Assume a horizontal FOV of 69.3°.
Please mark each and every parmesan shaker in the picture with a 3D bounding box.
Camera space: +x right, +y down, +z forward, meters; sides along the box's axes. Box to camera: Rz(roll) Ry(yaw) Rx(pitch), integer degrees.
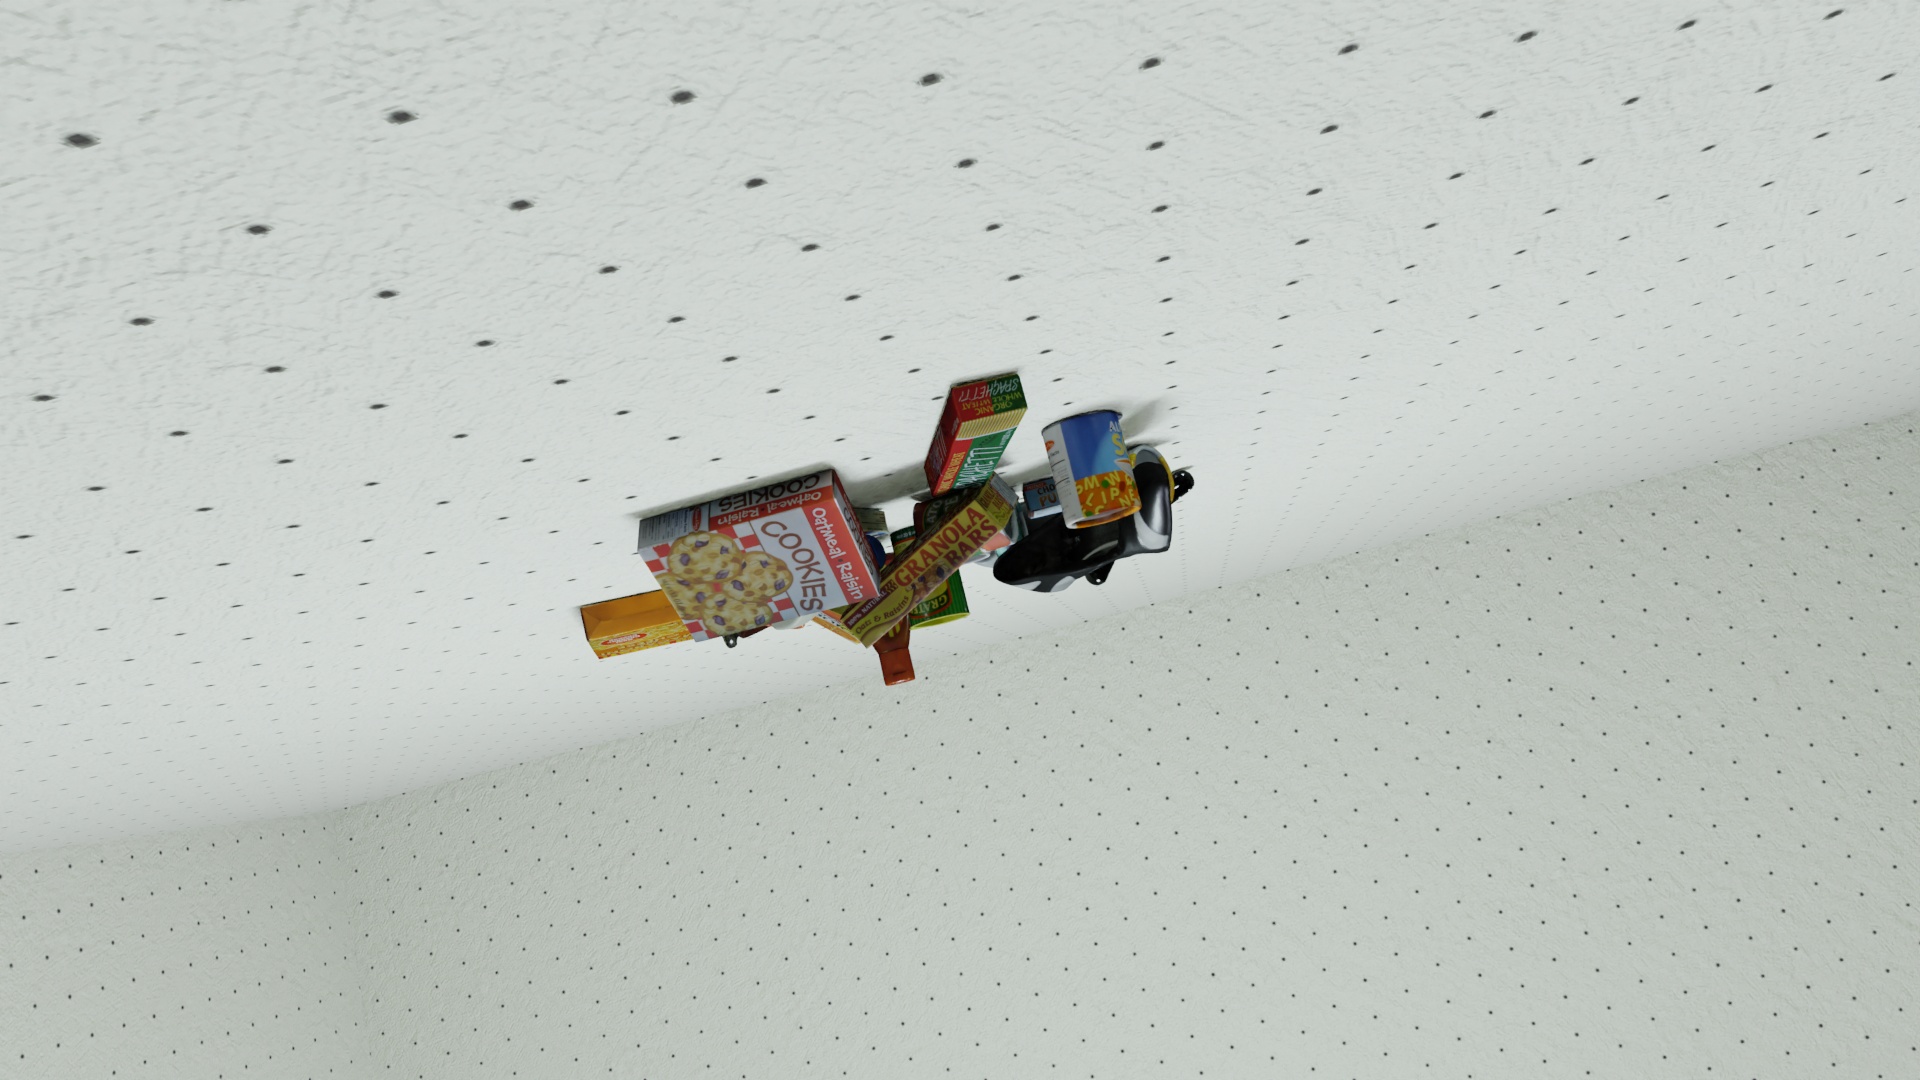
[{"bbox_3d":[-0.036,0.038,1.492,0.071,0.103,0.071,-14,171,-2],"label":"parmesan shaker"}]

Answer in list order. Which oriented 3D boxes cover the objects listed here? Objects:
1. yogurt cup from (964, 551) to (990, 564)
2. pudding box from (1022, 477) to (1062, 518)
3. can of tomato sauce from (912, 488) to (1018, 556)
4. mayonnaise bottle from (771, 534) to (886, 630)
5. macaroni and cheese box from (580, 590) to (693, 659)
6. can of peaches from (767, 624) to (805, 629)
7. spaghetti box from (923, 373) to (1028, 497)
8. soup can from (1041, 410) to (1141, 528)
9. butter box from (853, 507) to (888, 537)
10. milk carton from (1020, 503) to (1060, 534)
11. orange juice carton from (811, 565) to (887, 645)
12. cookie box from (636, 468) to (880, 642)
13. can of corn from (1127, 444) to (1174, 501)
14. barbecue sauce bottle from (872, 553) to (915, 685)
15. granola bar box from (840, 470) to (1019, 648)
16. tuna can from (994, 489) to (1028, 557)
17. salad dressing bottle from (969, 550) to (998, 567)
[{"bbox_3d":[-0.008,-0.003,1.436,0.072,0.054,0.072,-13,171,-2],"label":"yogurt cup"},{"bbox_3d":[0.106,-0.048,1.404,0.084,0.030,0.049,-14,170,1],"label":"pudding box"},{"bbox_3d":[0.005,-0.017,1.326,0.083,0.071,0.071,-17,170,17],"label":"can of tomato sauce"},{"bbox_3d":[-0.130,0.035,1.299,0.147,0.065,0.041,-26,174,41],"label":"mayonnaise bottle"},{"bbox_3d":[-0.353,0.092,1.554,0.124,0.040,0.166,-12,171,-13],"label":"macaroni and cheese box"},{"bbox_3d":[-0.192,0.059,1.466,0.071,0.058,0.071,7,165,2],"label":"can of peaches"},{"bbox_3d":[0.008,-0.076,1.072,0.050,0.029,0.249,-13,171,-8],"label":"spaghetti box"},{"bbox_3d":[0.112,-0.059,1.160,0.071,0.084,0.071,-14,171,-2],"label":"soup can"},{"bbox_3d":[-0.116,-0.013,1.304,0.053,0.024,0.103,-18,171,25],"label":"butter box"},{"bbox_3d":[0.092,0.004,1.578,0.073,0.072,0.190,-13,170,-2],"label":"milk carton"},{"bbox_3d":[-0.114,0.059,1.484,0.073,0.072,0.192,29,168,-6],"label":"orange juice carton"},{"bbox_3d":[-0.163,0.014,1.150,0.167,0.040,0.122,-15,135,6],"label":"cookie box"},{"bbox_3d":[0.165,-0.051,1.342,0.058,0.071,0.071,-22,168,40],"label":"can of corn"},{"bbox_3d":[-0.086,0.093,1.615,0.065,0.148,0.043,-12,171,-8],"label":"barbecue sauce bottle"},{"bbox_3d":[-0.026,0.014,1.238,0.165,0.039,0.124,-42,-175,16],"label":"granola bar box"},{"bbox_3d":[0.045,-0.018,1.389,0.033,0.071,0.071,-16,171,8],"label":"tuna can"},{"bbox_3d":[0.027,0.005,1.545,0.044,0.064,0.147,-58,176,1],"label":"salad dressing bottle"}]
